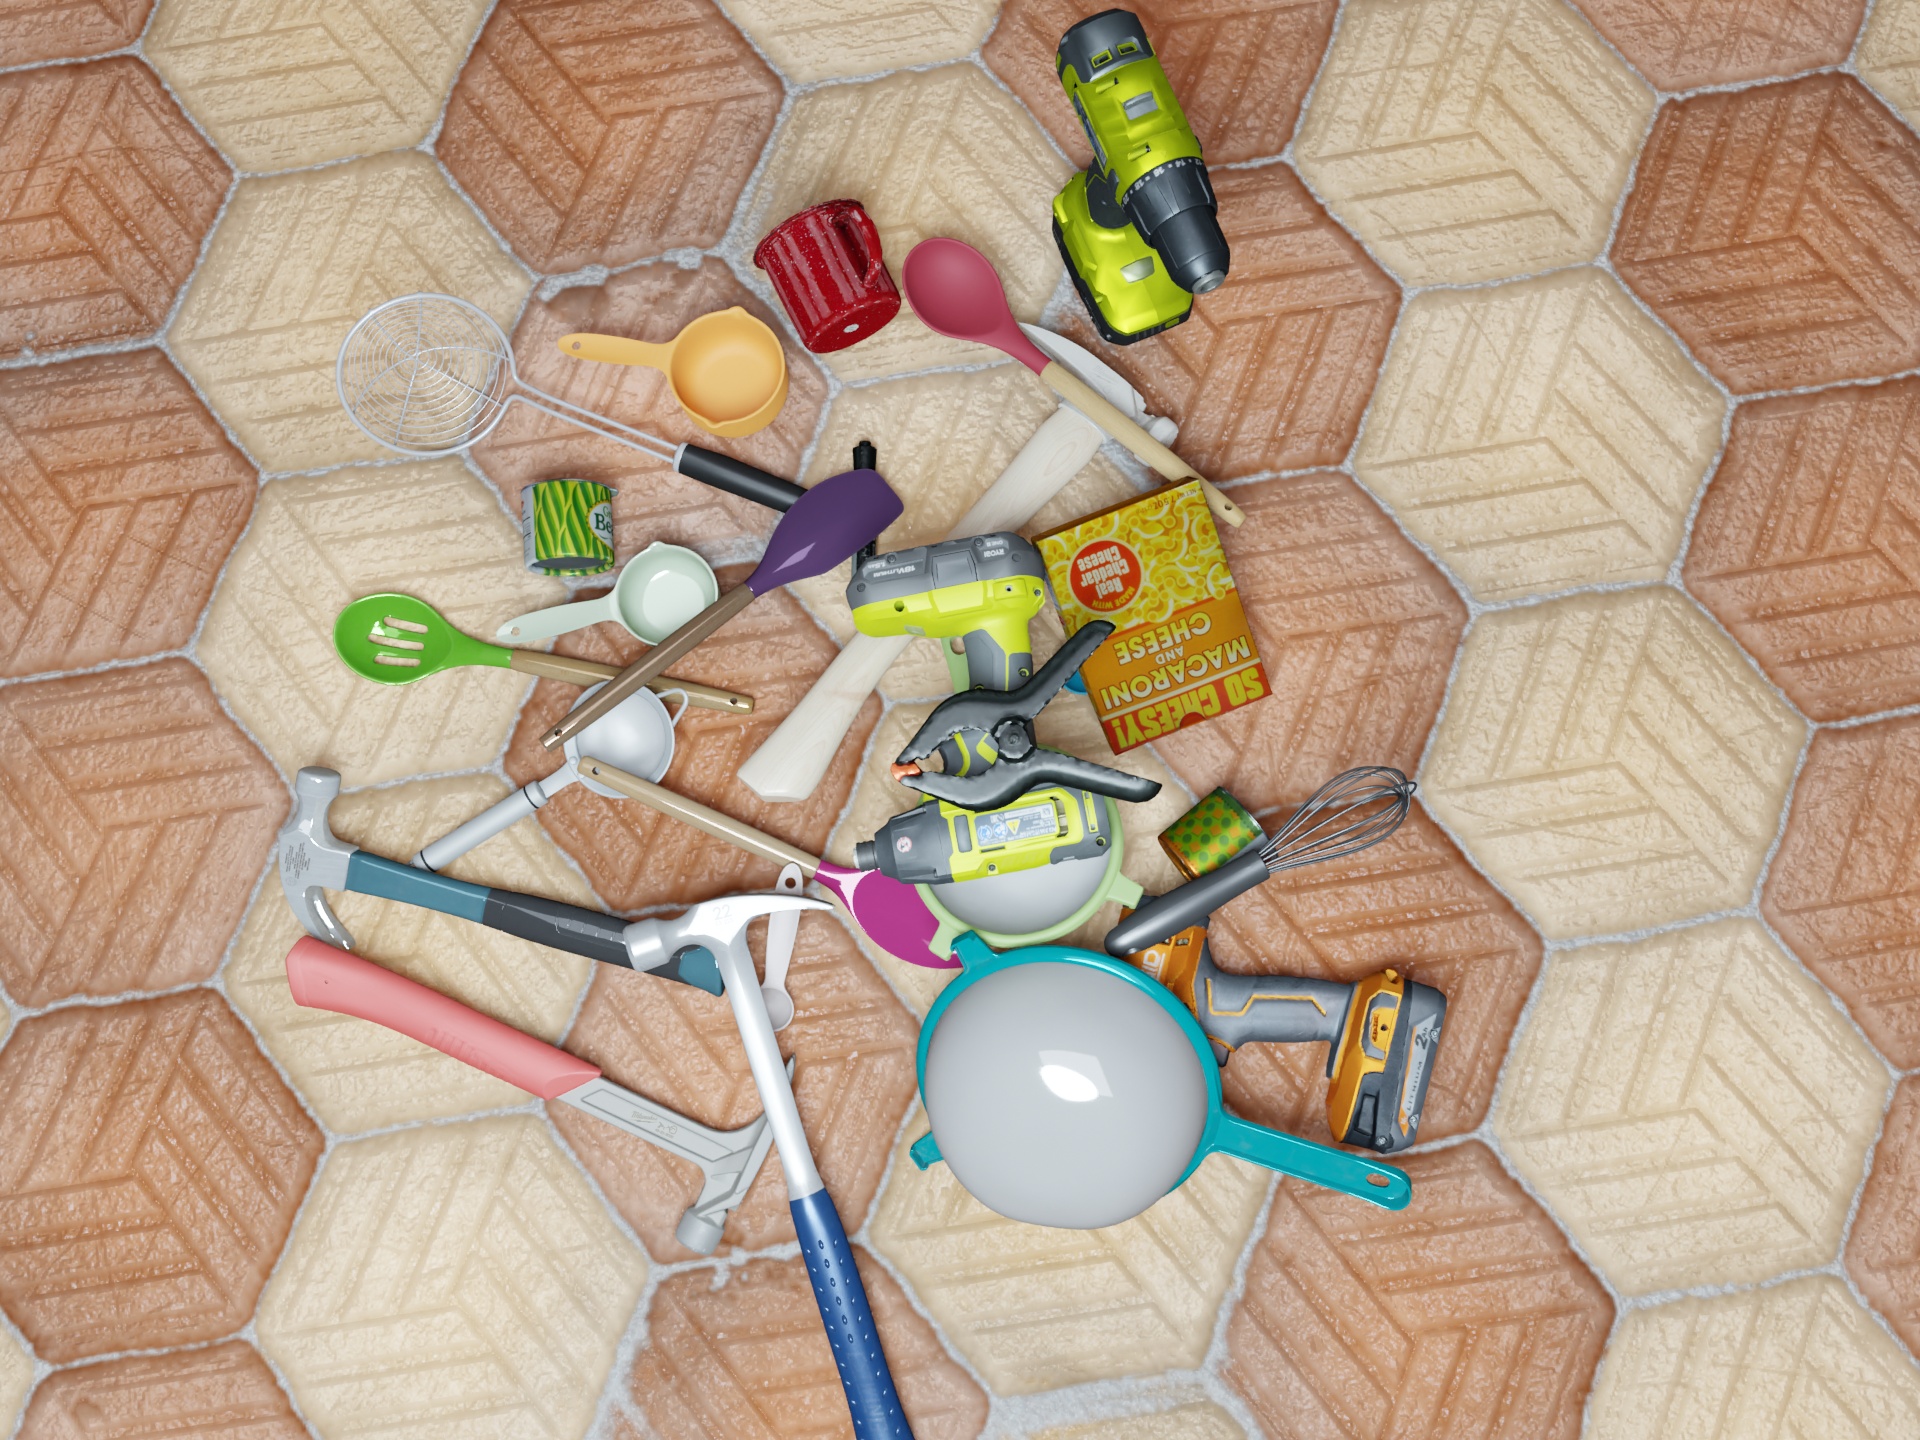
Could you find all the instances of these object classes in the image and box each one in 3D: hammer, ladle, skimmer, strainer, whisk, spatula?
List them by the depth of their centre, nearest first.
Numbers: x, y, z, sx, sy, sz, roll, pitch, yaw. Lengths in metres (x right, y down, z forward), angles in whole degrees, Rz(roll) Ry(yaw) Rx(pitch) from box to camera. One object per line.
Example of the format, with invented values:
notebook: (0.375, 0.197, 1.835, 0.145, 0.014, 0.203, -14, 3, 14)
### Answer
strainer: (0.123, 0.278, 1.036, 0.340, 0.095, 0.211, 15, 113, 10)
whisk: (0.203, 0.098, 1.076, 0.239, 0.055, 0.055, -29, 82, -2)
hammer: (-0.103, 0.313, 1.095, 0.144, 0.035, 0.405, -18, 89, -8)
hammer: (-0.301, 0.233, 1.120, 0.359, 0.036, 0.149, 26, 83, -1)
hammer: (-0.326, 0.136, 1.141, 0.331, 0.033, 0.128, 15, 101, 0)
strainer: (0.028, 0.049, 1.150, 0.151, 0.069, 0.257, -16, 64, 1)
spatula: (-0.175, -0.081, 1.152, 0.316, 0.018, 0.060, -40, 85, -13)
hammer: (-0.023, -0.110, 1.162, 0.146, 0.038, 0.411, 39, 79, 8)
ladle: (0.084, -0.243, 1.163, 0.315, 0.031, 0.069, 40, 83, 8)
strainer: (-0.303, 0.049, 1.163, 0.258, 0.050, 0.087, -31, 84, 3)
skimmer: (-0.273, -0.209, 1.175, 0.363, 0.090, 0.127, 21, 115, 2)

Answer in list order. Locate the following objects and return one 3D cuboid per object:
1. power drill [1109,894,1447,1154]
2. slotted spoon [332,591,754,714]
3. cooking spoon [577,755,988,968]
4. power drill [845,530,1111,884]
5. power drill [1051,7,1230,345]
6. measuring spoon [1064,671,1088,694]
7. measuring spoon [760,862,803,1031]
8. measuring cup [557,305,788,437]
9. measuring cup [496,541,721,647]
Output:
power drill: (0.204, 0.226, 1.104, 0.226, 0.084, 0.164, 15, 83, 8)
slotted spoon: (-0.308, -0.038, 1.183, 0.314, 0.031, 0.070, 11, 79, 1)
cooking spoon: (-0.126, 0.096, 1.142, 0.319, 0.017, 0.069, 25, 94, -4)
power drill: (-0.002, -0.003, 1.081, 0.171, 0.080, 0.223, -11, 80, 2)
power drill: (0.126, -0.354, 1.114, 0.080, 0.228, 0.191, -23, 82, -2)
measuring spoon: (0.132, -0.034, 1.177, 0.128, 0.021, 0.042, 9, 100, -6)
measuring spoon: (-0.128, 0.162, 1.141, 0.034, 0.018, 0.124, 10, 95, 1)
measuring cup: (-0.214, -0.265, 1.202, 0.173, 0.052, 0.095, 10, 82, 5)
measuring cup: (-0.259, -0.079, 1.182, 0.167, 0.038, 0.083, -13, 82, 1)
